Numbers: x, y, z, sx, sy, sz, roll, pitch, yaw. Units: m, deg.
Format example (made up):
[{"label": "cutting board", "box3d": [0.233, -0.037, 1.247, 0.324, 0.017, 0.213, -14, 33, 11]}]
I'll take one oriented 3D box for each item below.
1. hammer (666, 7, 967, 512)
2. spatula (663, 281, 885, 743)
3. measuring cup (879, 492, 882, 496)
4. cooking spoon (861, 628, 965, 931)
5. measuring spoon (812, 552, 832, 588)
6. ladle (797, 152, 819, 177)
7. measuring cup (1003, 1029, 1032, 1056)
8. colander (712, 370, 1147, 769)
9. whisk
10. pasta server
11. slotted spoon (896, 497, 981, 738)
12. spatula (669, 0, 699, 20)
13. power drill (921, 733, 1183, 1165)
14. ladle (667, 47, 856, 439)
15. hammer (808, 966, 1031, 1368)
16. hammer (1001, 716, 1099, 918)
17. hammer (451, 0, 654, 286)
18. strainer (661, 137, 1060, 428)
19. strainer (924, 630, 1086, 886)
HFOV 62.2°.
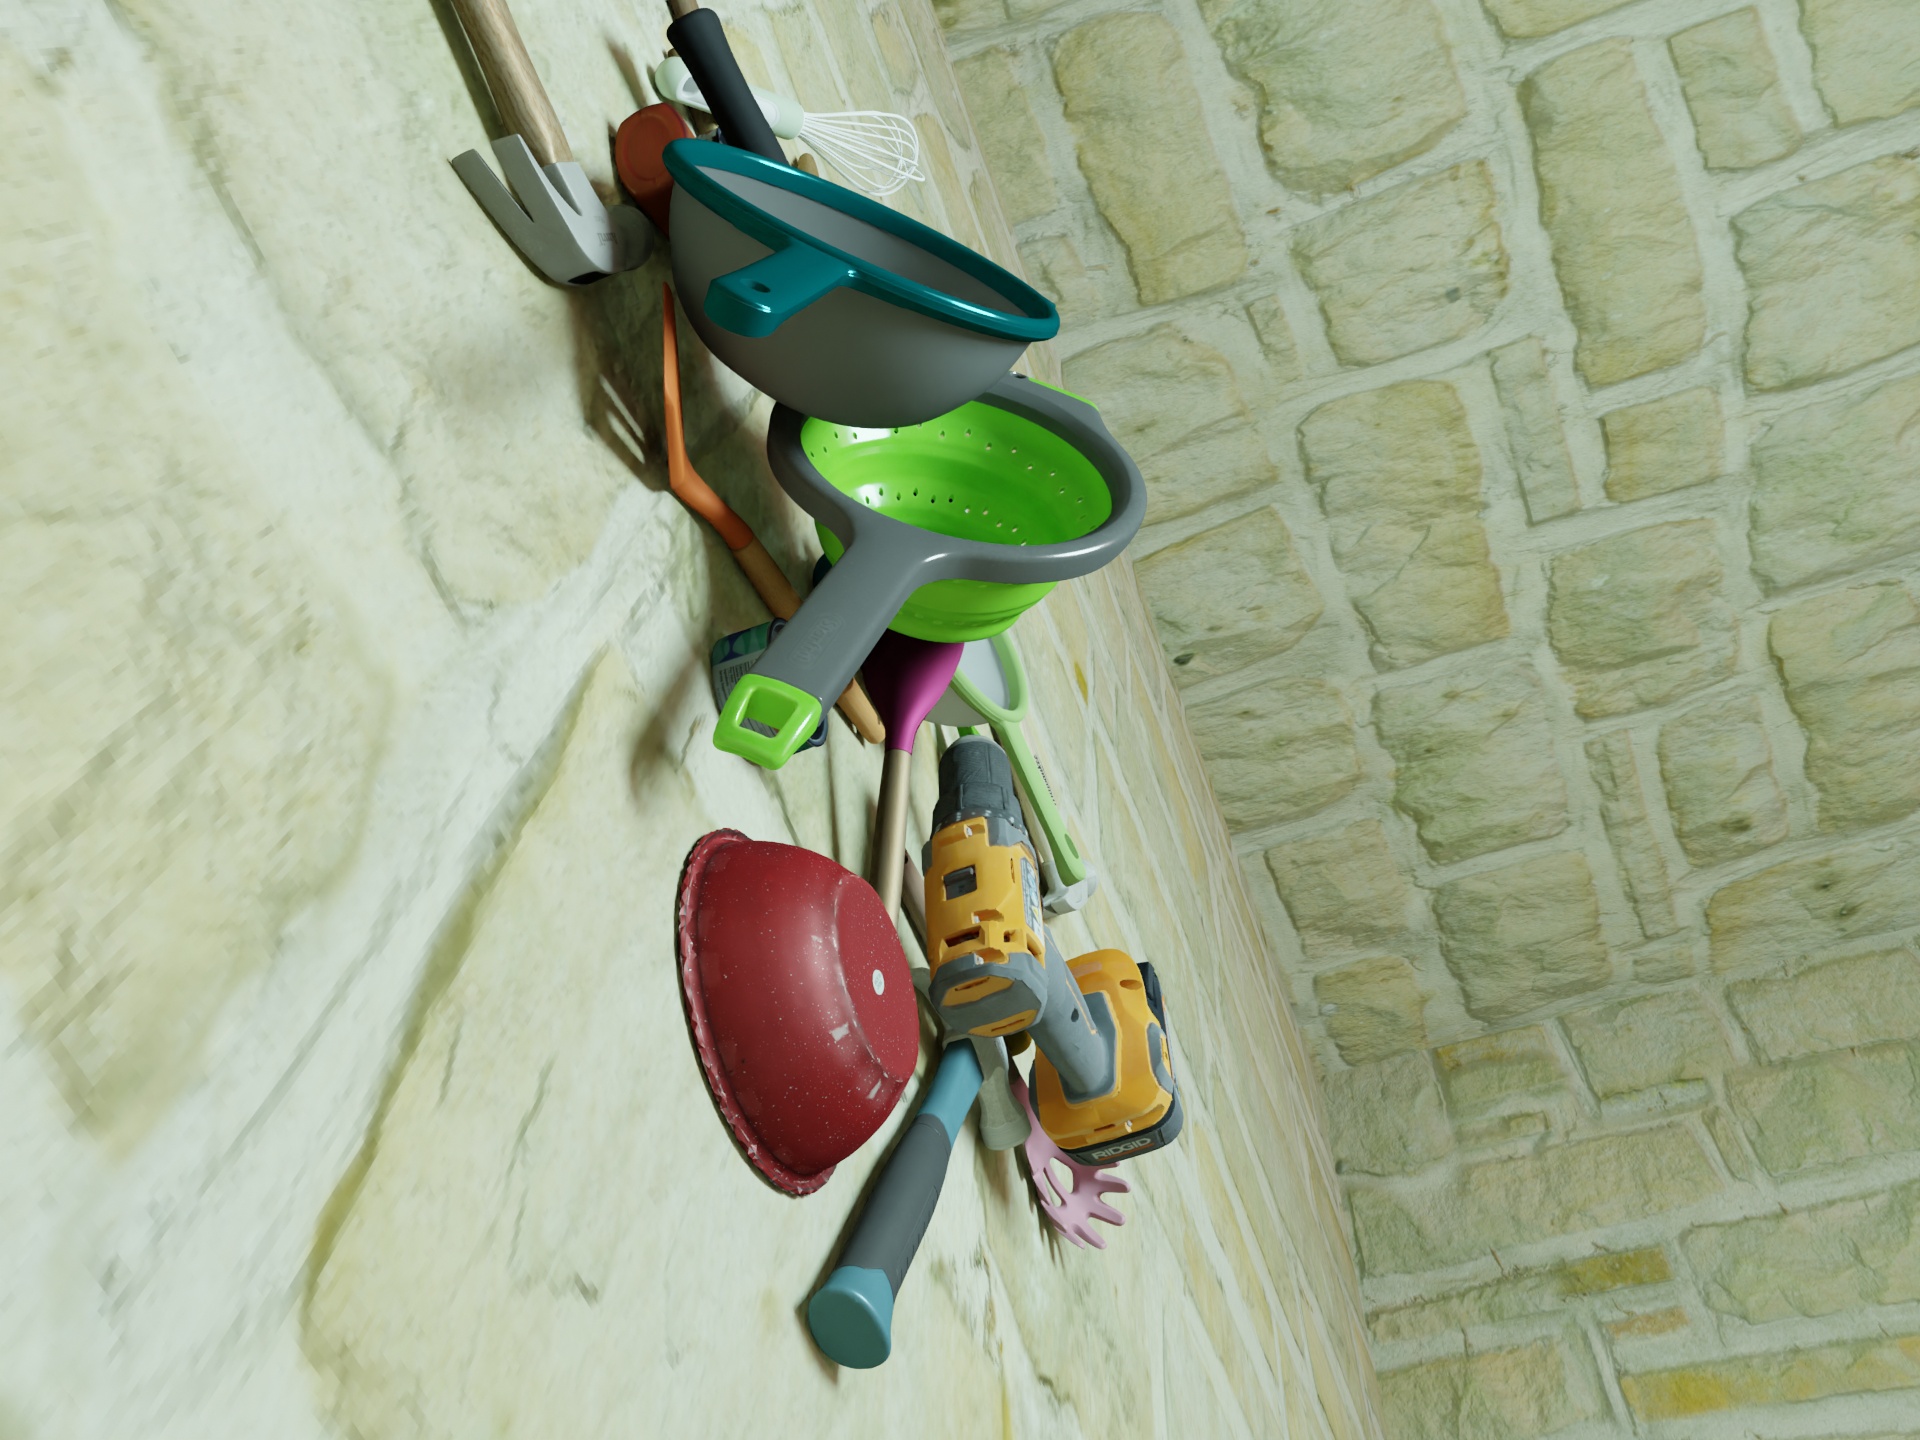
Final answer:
[{"label": "hammer", "box3d": [-0.080, -0.261, 0.957, 0.334, 0.035, 0.146, 61, 9, -25]}, {"label": "spatula", "box3d": [-0.097, -0.082, 0.836, 0.322, 0.041, 0.081, 59, 18, -49]}, {"label": "measuring cup", "box3d": [-0.054, -0.127, 1.090, 0.167, 0.038, 0.083, 57, 20, -45]}, {"label": "cooking spoon", "box3d": [-0.035, 0.041, 0.850, 0.017, 0.069, 0.319, 51, 35, -49]}, {"label": "measuring spoon", "box3d": [-0.074, -0.068, 0.913, 0.129, 0.021, 0.042, -105, 175, -71]}, {"label": "ladle", "box3d": [-0.097, -0.374, 1.138, 0.078, 0.062, 0.320, 42, 18, -27]}, {"label": "measuring cup", "box3d": [0.038, 0.181, 1.070, 0.156, 0.029, 0.062, -35, 107, -74]}, {"label": "colander", "box3d": [-0.033, -0.065, 0.802, 0.397, 0.204, 0.094, -60, 169, -53]}, {"label": "whisk", "box3d": [-0.106, -0.393, 1.049, 0.059, 0.057, 0.246, 44, 27, 26]}, {"label": "pasta server", "box3d": [0.025, 0.200, 0.975, 0.060, 0.040, 0.316, -42, 118, -34]}, {"label": "slotted spoon", "box3d": [-0.017, -0.064, 1.168, 0.070, 0.031, 0.314, 104, -27, -65]}, {"label": "spatula", "box3d": [-0.189, -0.491, 1.047, 0.060, 0.018, 0.316, -53, 124, -76]}, {"label": "power drill", "box3d": [0.046, 0.130, 0.912, 0.226, 0.084, 0.186, 54, 22, -40]}, {"label": "ladle", "box3d": [-0.120, -0.288, 1.053, 0.069, 0.031, 0.315, -83, 151, -68]}, {"label": "hammer", "box3d": [-0.017, 0.215, 0.789, 0.331, 0.033, 0.128, -45, 118, -76]}, {"label": "hammer", "box3d": [0.029, -0.038, 1.321, 0.146, 0.038, 0.411, -7, 79, -76]}, {"label": "hammer", "box3d": [-0.224, -0.347, 0.675, 0.130, 0.031, 0.331, -72, 142, -70]}, {"label": "strainer", "box3d": [-0.072, -0.182, 0.745, 0.211, 0.095, 0.340, 25, 24, -2]}, {"label": "strainer", "box3d": [-0.002, -0.003, 1.008, 0.256, 0.069, 0.151, 65, 19, 11]}]
